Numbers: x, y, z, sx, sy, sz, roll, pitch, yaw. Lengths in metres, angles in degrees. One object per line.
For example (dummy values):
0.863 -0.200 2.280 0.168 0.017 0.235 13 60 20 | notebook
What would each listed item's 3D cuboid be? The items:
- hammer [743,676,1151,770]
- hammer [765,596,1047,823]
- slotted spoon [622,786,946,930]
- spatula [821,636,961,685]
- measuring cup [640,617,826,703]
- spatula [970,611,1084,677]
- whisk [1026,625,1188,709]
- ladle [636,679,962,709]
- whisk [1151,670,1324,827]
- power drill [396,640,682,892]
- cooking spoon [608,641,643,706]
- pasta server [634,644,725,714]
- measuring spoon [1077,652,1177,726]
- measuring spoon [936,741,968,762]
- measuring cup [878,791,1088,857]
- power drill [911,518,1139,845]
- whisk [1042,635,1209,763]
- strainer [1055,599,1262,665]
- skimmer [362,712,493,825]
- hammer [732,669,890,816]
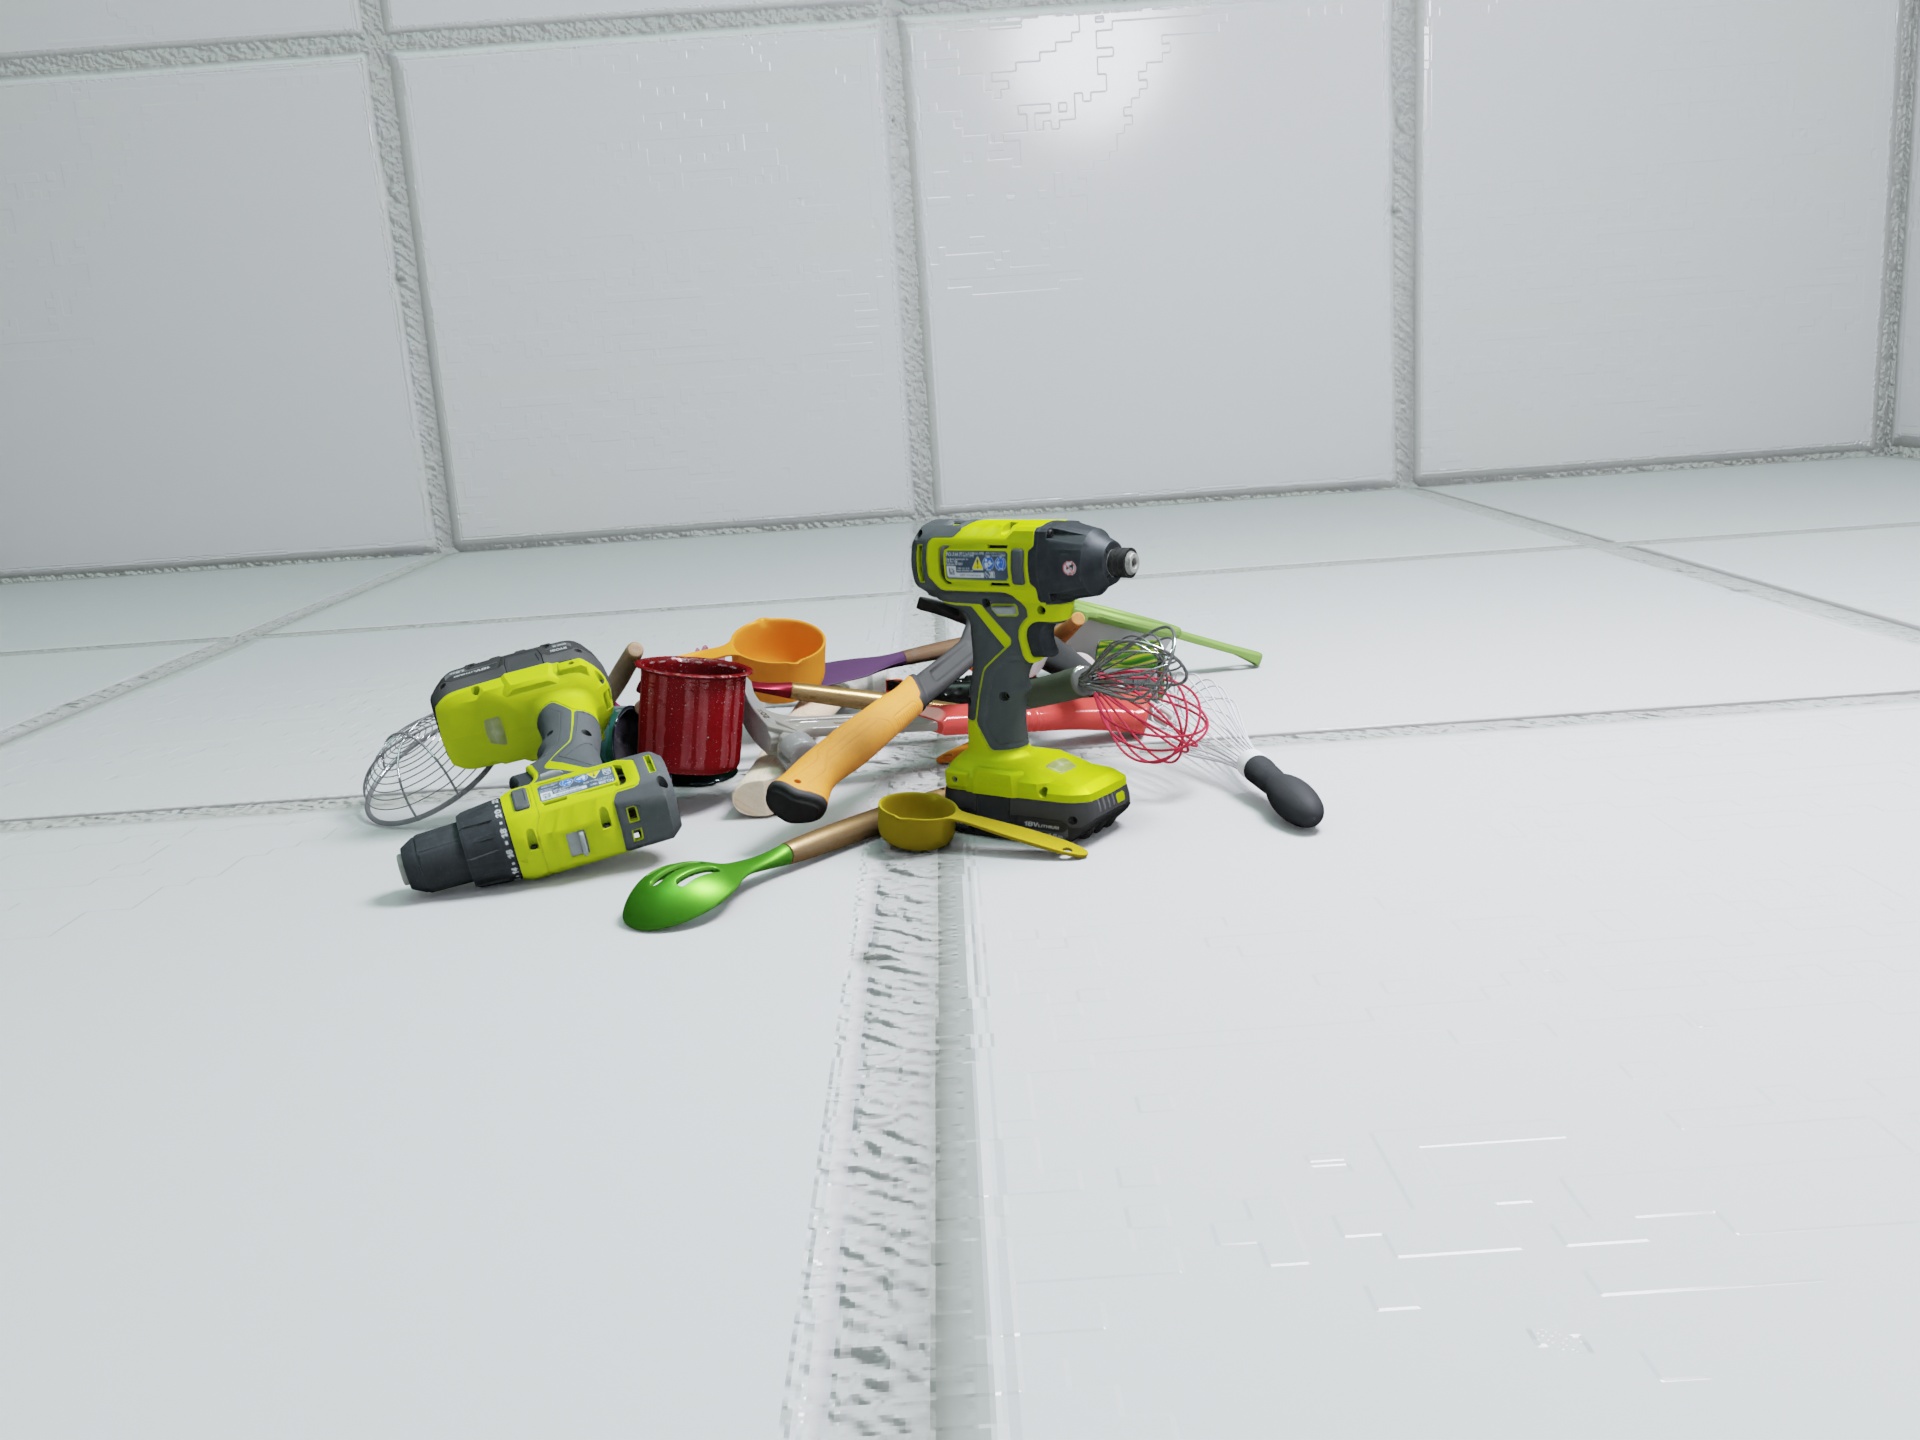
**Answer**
-0.002 -0.004 1.347 0.359 0.036 0.149 -3 23 -24 | hammer
-0.054 -0.016 1.256 0.127 0.034 0.337 30 37 14 | hammer
-0.106 0.086 1.112 0.070 0.031 0.313 8 16 39 | slotted spoon
-0.036 -0.067 1.580 0.316 0.018 0.060 -13 25 -28 | spatula
-0.206 -0.044 1.460 0.173 0.052 0.095 -14 35 -21 | measuring cup
0.071 -0.068 1.544 0.081 0.041 0.322 5 -11 -11 | spatula
0.099 -0.032 1.220 0.057 0.059 0.246 25 -15 -20 | whisk
-0.124 -0.022 1.397 0.315 0.031 0.069 7 11 -14 | ladle
0.213 0.023 1.223 0.070 0.070 0.285 -6 18 -11 | whisk
-0.324 0.038 1.176 0.190 0.080 0.229 -16 34 -15 | power drill
-0.313 -0.026 1.427 0.068 0.017 0.319 -6 -9 -21 | cooking spoon
-0.254 -0.035 1.494 0.060 0.040 0.316 18 8 2 | pasta server
0.148 -0.028 1.443 0.124 0.034 0.018 32 47 25 | measuring spoon
0.009 0.019 1.395 0.021 0.011 0.117 3 15 27 | measuring spoon
0.014 0.084 1.110 0.156 0.029 0.062 14 19 20 | measuring cup
0.052 -0.031 1.130 0.171 0.223 0.080 6 16 36 | power drill
0.117 -0.028 1.314 0.073 0.073 0.296 -8 20 -19 | whisk
0.189 -0.068 1.613 0.256 0.069 0.152 13 7 -21 | strainer
-0.344 0.033 1.406 0.127 0.090 0.363 12 10 42 | skimmer
-0.156 0.012 1.422 0.146 0.038 0.411 -4 13 5 | hammer
